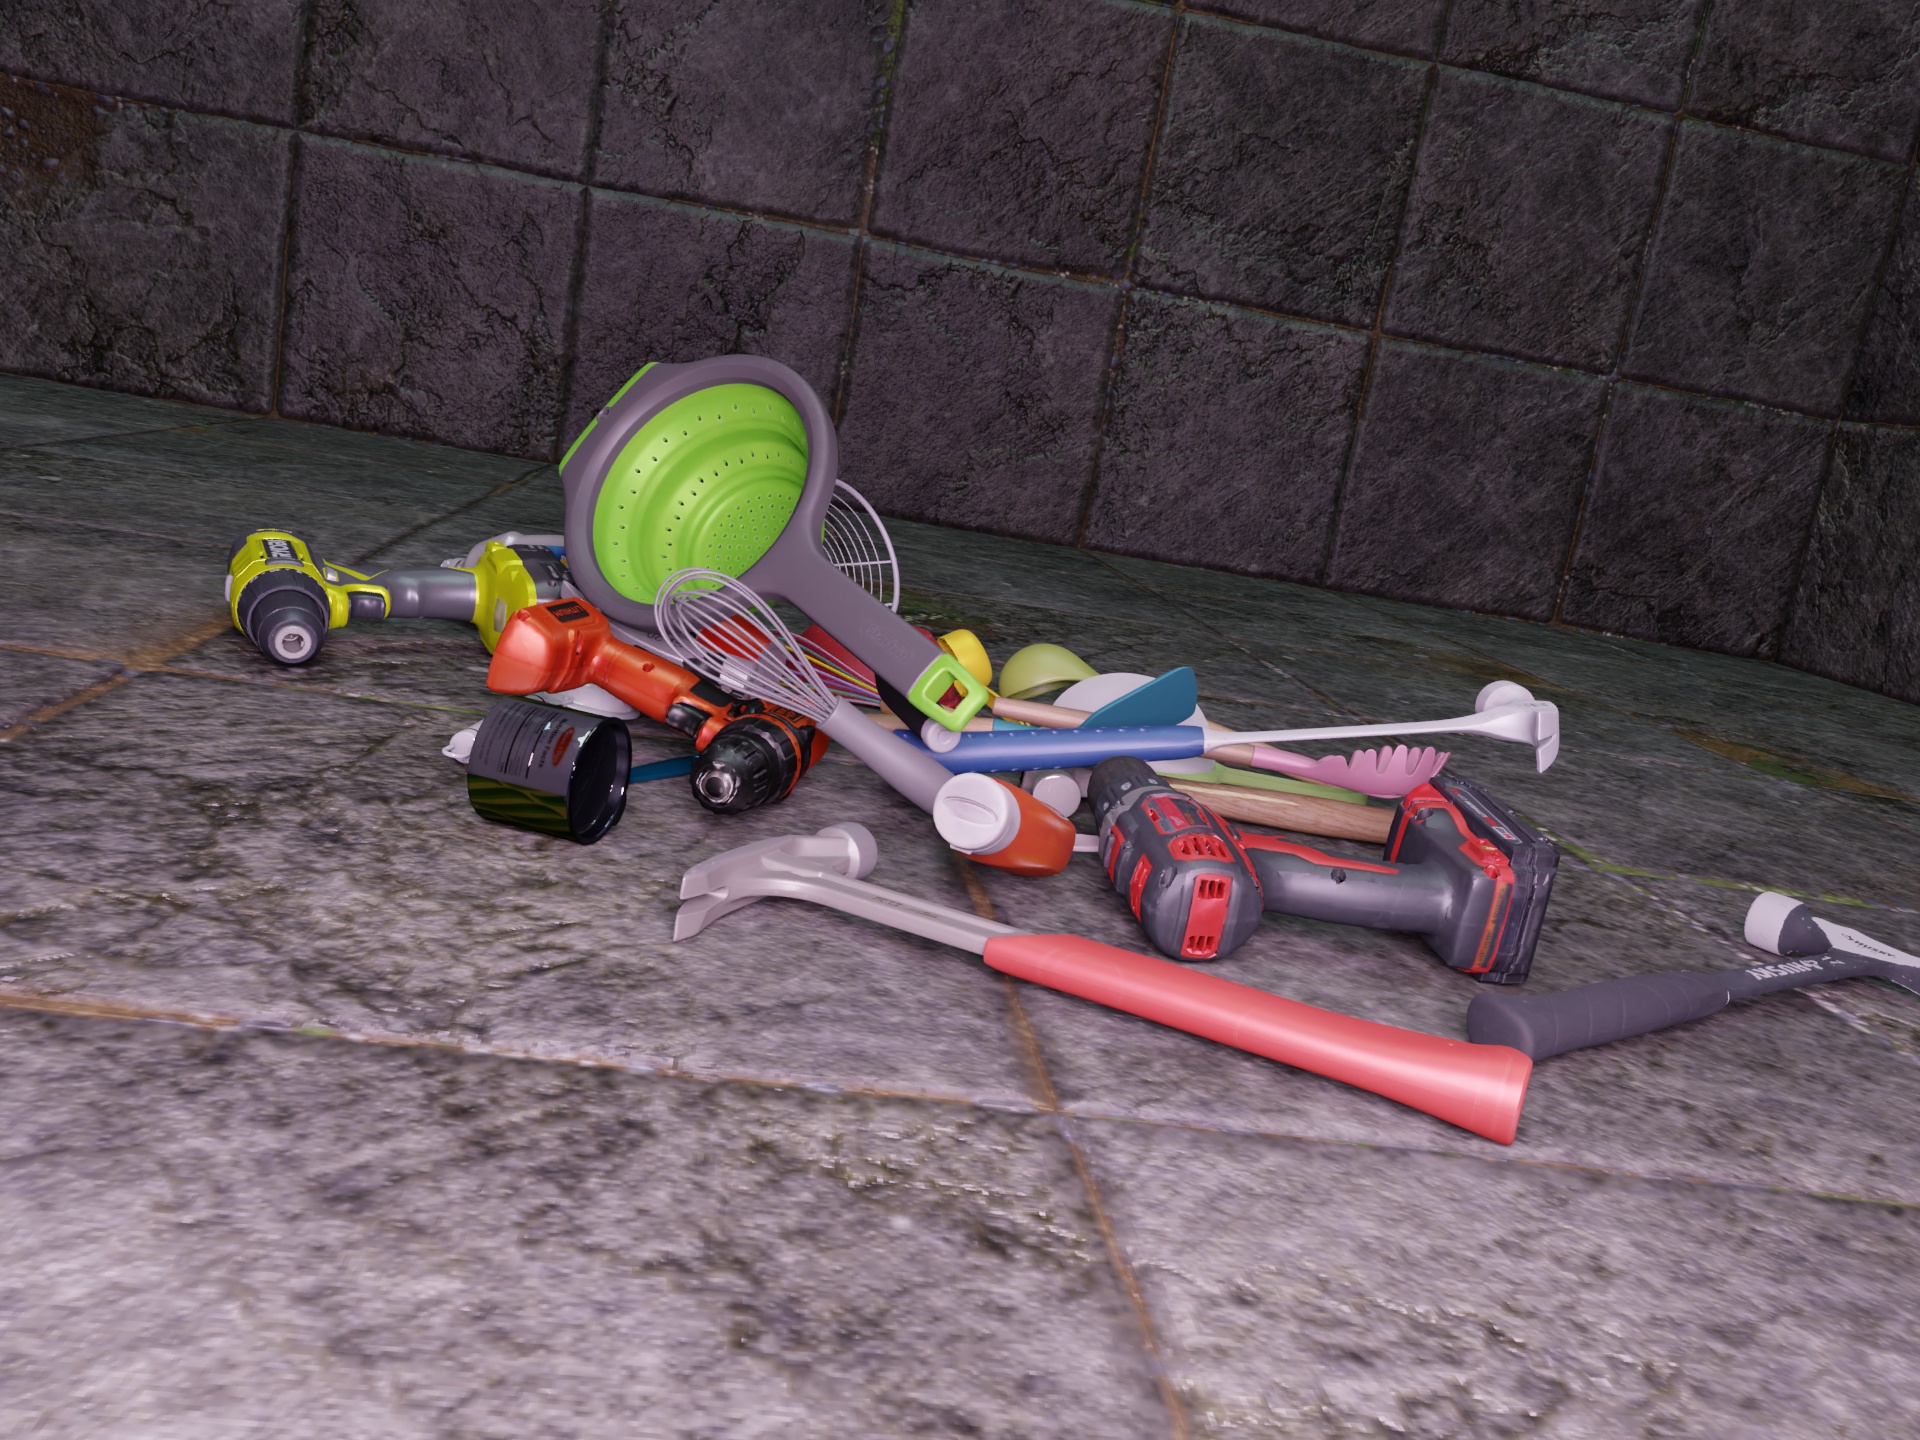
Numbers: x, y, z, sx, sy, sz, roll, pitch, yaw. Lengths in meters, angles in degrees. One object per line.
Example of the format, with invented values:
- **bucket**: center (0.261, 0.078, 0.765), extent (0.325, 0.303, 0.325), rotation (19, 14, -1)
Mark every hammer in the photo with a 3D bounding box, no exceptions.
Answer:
- **hammer**: center (0.160, 0.012, 0.977), extent (0.405, 0.035, 0.144), rotation (-3, 8, 5)
- **hammer**: center (0.203, 0.058, 1.087), extent (0.331, 0.031, 0.130), rotation (9, 12, -6)
- **hammer**: center (0.401, 0.144, 0.836), extent (0.408, 0.036, 0.149), rotation (0, 16, -38)
- **hammer**: center (0.058, 0.112, 0.689), extent (0.359, 0.036, 0.149), rotation (14, 12, 23)
- **hammer**: center (-0.183, -0.135, 1.212), extent (0.146, 0.035, 0.335), rotation (20, 37, 0)

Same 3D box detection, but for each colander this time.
- **colander**: center (-0.107, -0.095, 1.039), extent (0.397, 0.204, 0.094), rotation (39, -2, 34)

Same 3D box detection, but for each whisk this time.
- **whisk**: center (-0.073, -0.007, 0.911), extent (0.238, 0.055, 0.055), rotation (38, 2, -19)
- **whisk**: center (-0.073, -0.021, 1.221), extent (0.245, 0.047, 0.051), rotation (20, 26, 23)

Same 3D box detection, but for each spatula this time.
- **spatula**: center (-0.002, -0.003, 1.070), extent (0.317, 0.044, 0.082), rotation (1, -23, 10)

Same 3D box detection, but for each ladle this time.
- **ladle**: center (0.172, 0.009, 1.306), extent (0.320, 0.062, 0.078), rotation (24, 15, 27)

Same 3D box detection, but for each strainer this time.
- **strainer**: center (-0.265, -0.011, 1.010), extent (0.087, 0.050, 0.258), rotation (22, 16, 3)
- **strainer**: center (0.181, 0.011, 1.197), extent (0.256, 0.069, 0.151), rotation (11, 11, 13)

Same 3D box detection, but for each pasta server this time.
- **pasta server**: center (0.179, 0.012, 1.115), extent (0.316, 0.040, 0.060), rotation (11, 0, 6)

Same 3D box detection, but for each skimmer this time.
- **skimmer**: center (-0.046, -0.075, 1.091), extent (0.127, 0.090, 0.364), rotation (52, -2, -29)

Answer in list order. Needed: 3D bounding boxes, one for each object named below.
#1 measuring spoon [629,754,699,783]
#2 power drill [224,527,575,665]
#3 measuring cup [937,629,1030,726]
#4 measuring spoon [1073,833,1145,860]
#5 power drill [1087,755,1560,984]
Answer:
- **measuring spoon**: center (-0.188, 0.023, 0.943), extent (0.042, 0.021, 0.128), rotation (16, 14, 28)
- **power drill**: center (-0.400, -0.081, 1.140), extent (0.228, 0.080, 0.191), rotation (1, 20, -28)
- **measuring cup**: center (0.028, -0.030, 1.316), extent (0.029, 0.062, 0.157), rotation (-28, 36, -16)
- **measuring spoon**: center (0.064, 0.077, 0.929), extent (0.124, 0.018, 0.034), rotation (4, 22, 4)
- **power drill**: center (0.183, 0.071, 0.871), extent (0.226, 0.080, 0.188), rotation (4, 19, -11)
